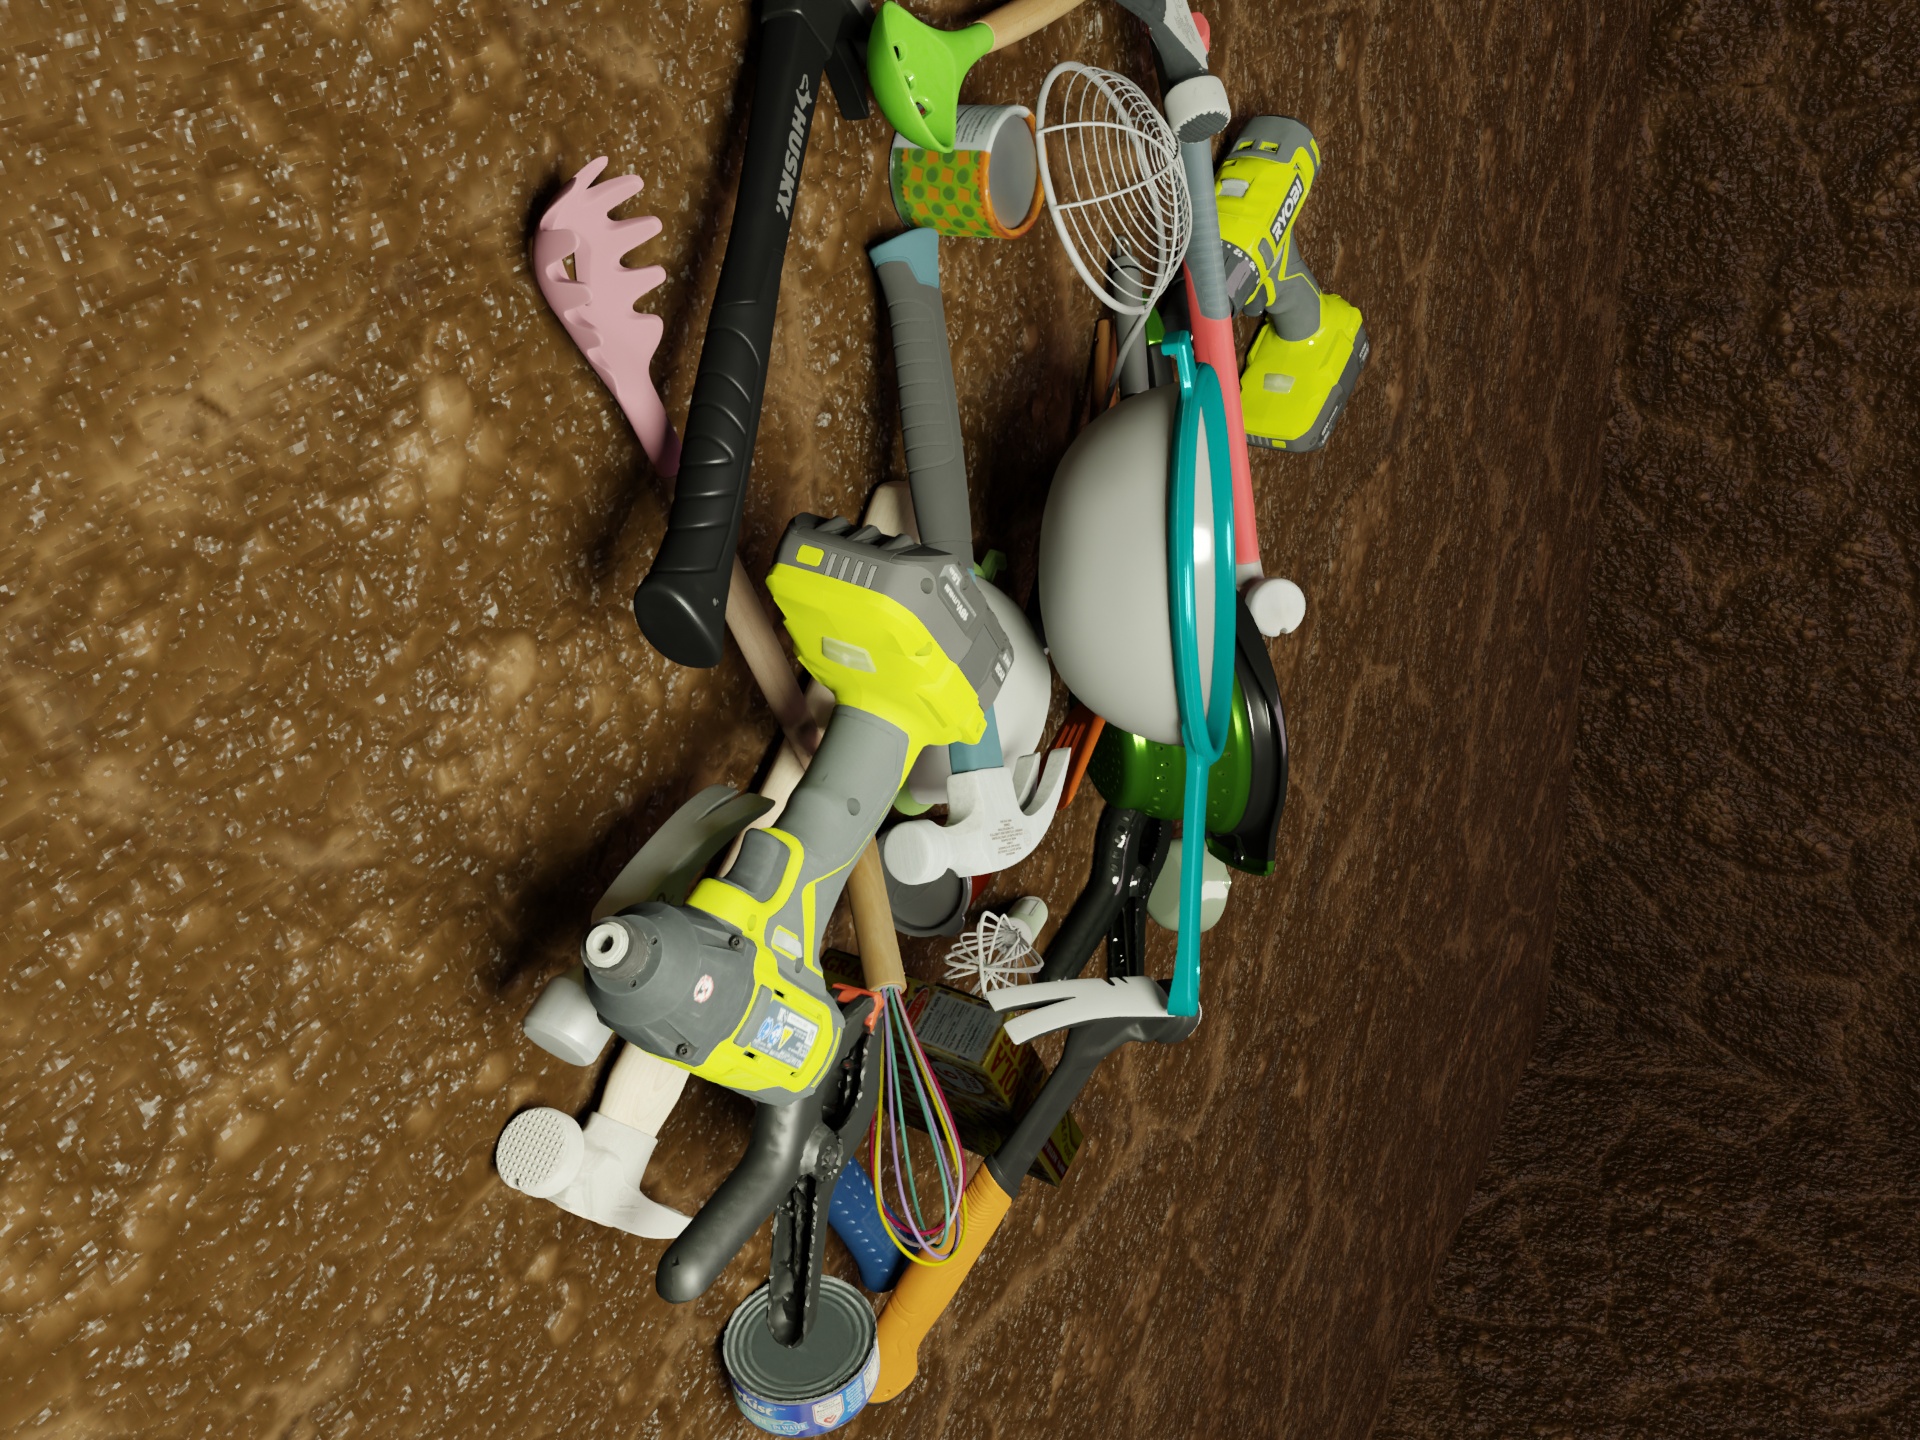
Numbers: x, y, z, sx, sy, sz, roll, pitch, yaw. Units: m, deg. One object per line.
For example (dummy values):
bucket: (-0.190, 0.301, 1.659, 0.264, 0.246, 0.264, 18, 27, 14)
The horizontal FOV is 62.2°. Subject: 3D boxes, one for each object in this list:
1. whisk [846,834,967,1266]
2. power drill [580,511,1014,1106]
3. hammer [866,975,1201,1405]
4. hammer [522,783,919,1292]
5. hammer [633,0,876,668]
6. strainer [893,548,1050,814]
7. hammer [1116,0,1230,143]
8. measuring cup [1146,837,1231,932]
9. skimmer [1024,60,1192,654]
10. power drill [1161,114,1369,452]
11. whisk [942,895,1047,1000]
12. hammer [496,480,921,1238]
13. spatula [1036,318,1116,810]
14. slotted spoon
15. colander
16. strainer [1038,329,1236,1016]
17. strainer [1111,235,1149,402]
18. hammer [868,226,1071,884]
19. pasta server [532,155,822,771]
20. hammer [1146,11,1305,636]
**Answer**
whisk: (-0.037, 0.160, 0.829, 0.051, 0.047, 0.245, 99, -19, -56)
power drill: (-0.067, 0.037, 0.648, 0.223, 0.080, 0.171, -66, 156, -15)
hammer: (0.006, 0.270, 0.880, 0.127, 0.034, 0.336, 5, 125, -37)
hammer: (-0.087, 0.193, 0.810, 0.144, 0.035, 0.405, -60, 149, -30)
hammer: (-0.086, -0.184, 0.672, 0.146, 0.035, 0.335, 36, 58, -61)
strainer: (-0.001, -0.003, 0.856, 0.256, 0.069, 0.151, -34, 136, -70)
hammer: (0.015, -0.414, 0.786, 0.408, 0.036, 0.149, 0, 73, -55)
measuring cup: (0.173, 0.086, 1.273, 0.038, 0.083, 0.168, 2, 80, -30)
skimmer: (0.053, -0.182, 0.906, 0.363, 0.090, 0.127, 105, 11, -45)
power drill: (0.224, -0.301, 1.182, 0.190, 0.080, 0.228, -63, 146, -14)
whisk: (0.031, 0.135, 0.987, 0.246, 0.058, 0.059, -10, 94, -81)
hammer: (-0.093, 0.058, 0.816, 0.411, 0.038, 0.146, -66, 150, -19)
spatula: (0.078, -0.100, 1.024, 0.041, 0.081, 0.322, 5, 86, -18)
slotted spoon: (0.020, -0.352, 0.814, 0.070, 0.031, 0.314, 64, 33, -22)
colander: (0.120, -0.082, 1.070, 0.094, 0.204, 0.397, -12, 97, -13)
strainer: (0.088, -0.019, 0.841, 0.211, 0.095, 0.340, 32, 61, -72)
strainer: (0.111, -0.190, 1.005, 0.086, 0.050, 0.259, 9, 72, -36)
hammer: (-0.007, -0.088, 0.799, 0.128, 0.033, 0.331, -1, 82, -53)
pasta server: (-0.108, -0.088, 0.697, 0.060, 0.040, 0.315, -64, 143, -44)
hammer: (0.158, -0.253, 1.041, 0.038, 0.143, 0.386, -13, 105, -12)
